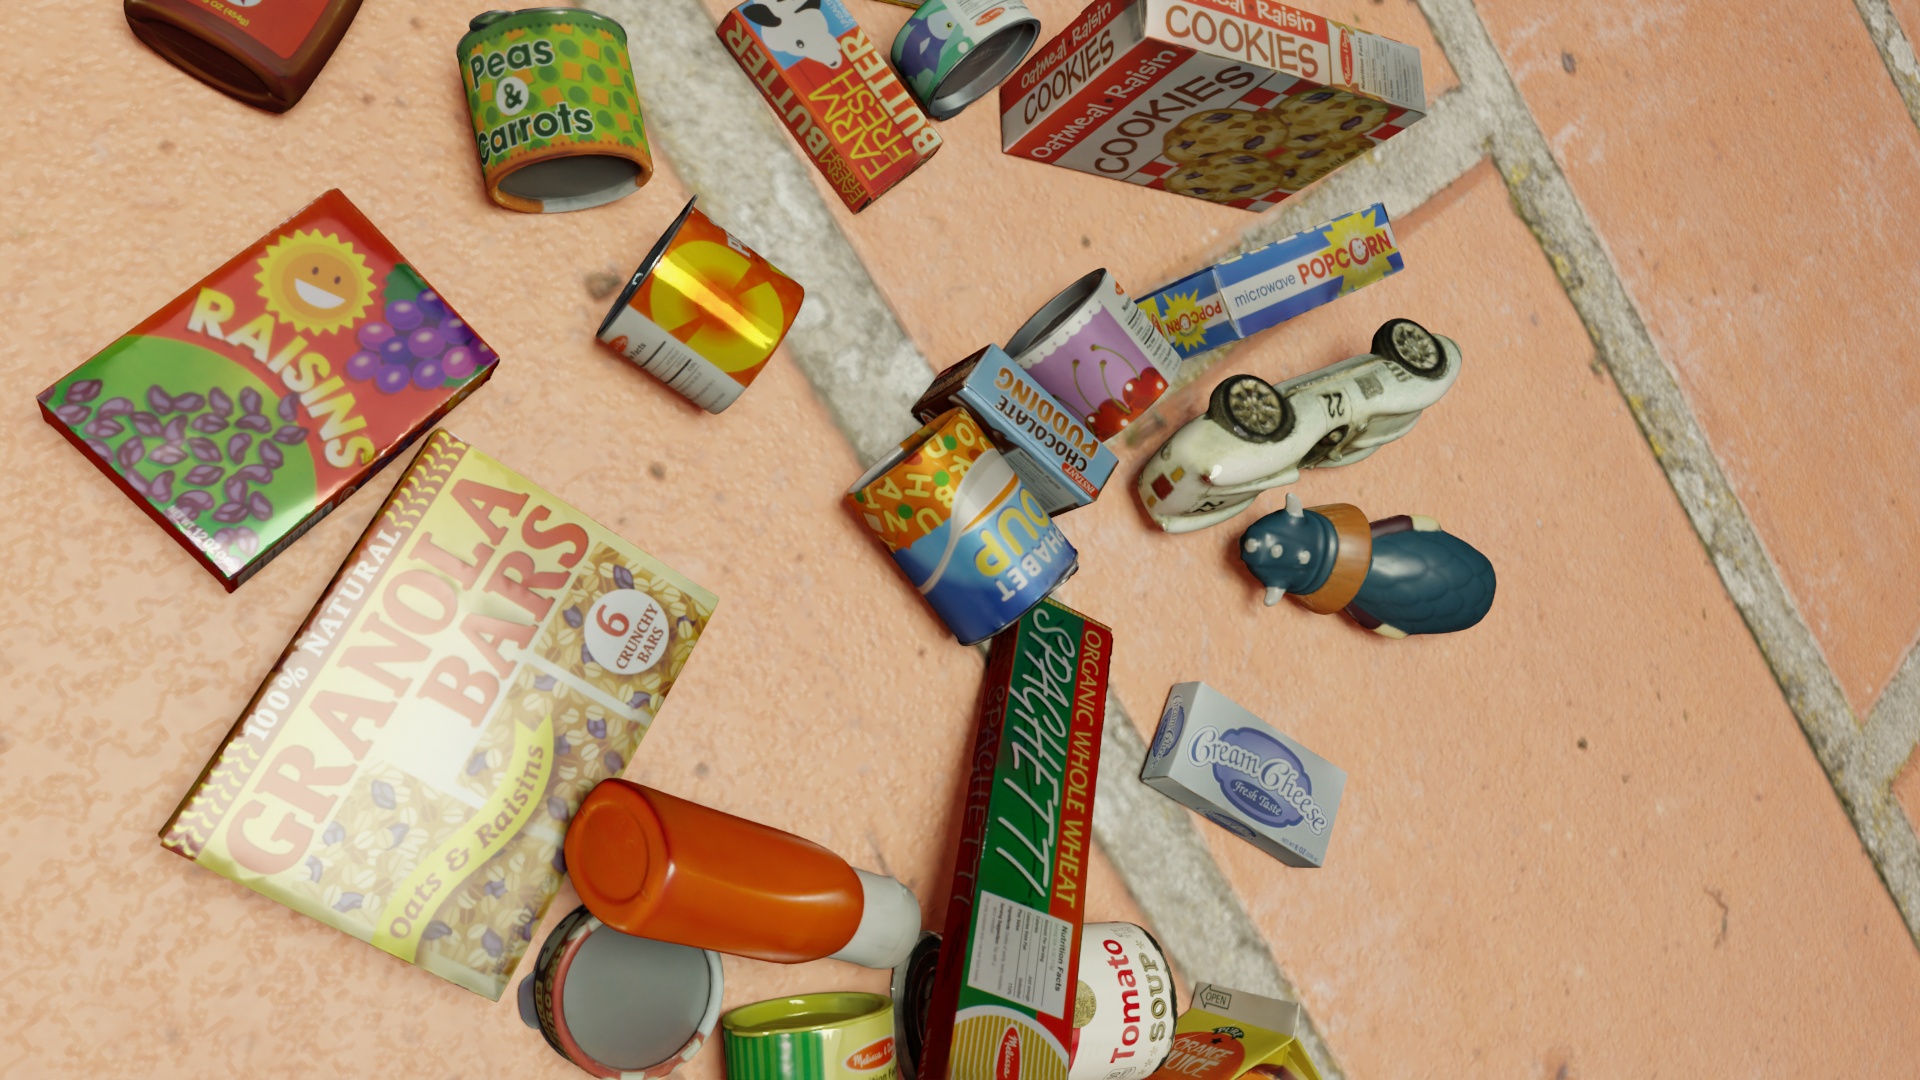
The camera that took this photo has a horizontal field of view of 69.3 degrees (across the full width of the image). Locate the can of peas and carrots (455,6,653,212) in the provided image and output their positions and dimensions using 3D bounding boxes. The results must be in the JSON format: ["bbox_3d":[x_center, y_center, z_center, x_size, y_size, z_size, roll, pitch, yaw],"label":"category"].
[{"bbox_3d":[-0.160,-0.168,0.547,0.071,0.071,0.058,-11,86,-30],"label":"can of peas and carrots"}]

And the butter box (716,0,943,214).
[{"bbox_3d":[-0.058,-0.207,0.636,0.053,0.024,0.103,-43,102,-29],"label":"butter box"}]

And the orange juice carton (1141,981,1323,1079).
[{"bbox_3d":[0.108,0.294,0.602,0.073,0.071,0.193,23,70,-24],"label":"orange juice carton"}]

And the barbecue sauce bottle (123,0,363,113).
[{"bbox_3d":[-0.248,-0.238,0.527,0.065,0.043,0.149,28,68,-20],"label":"barbecue sauce bottle"}]

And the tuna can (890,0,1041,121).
[{"bbox_3d":[0.001,-0.231,0.651,0.071,0.070,0.033,-35,87,-29],"label":"tuna can"}]

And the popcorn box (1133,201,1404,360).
[{"bbox_3d":[0.149,-0.125,0.699,0.127,0.085,0.038,-25,94,-31],"label":"popcorn box"}]

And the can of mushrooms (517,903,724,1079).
[{"bbox_3d":[-0.126,0.167,0.520,0.071,0.033,0.071,6,78,-28],"label":"can of mushrooms"}]

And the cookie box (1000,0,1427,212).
[{"bbox_3d":[0.121,-0.216,0.680,0.168,0.122,0.040,4,78,-28],"label":"cookie box"}]

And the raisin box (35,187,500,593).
[{"bbox_3d":[-0.242,-0.054,0.497,0.086,0.040,0.124,47,64,-12],"label":"raisin box"}]

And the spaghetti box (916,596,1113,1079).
[{"bbox_3d":[0.026,0.128,0.560,0.050,0.028,0.251,25,47,-15],"label":"spaghetti box"}]

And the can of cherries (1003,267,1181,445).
[{"bbox_3d":[0.059,-0.084,0.656,0.058,0.071,0.072,47,63,-14],"label":"can of cherries"}]

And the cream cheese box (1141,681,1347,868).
[{"bbox_3d":[0.141,0.115,0.683,0.104,0.024,0.053,32,65,-20],"label":"cream cheese box"}]

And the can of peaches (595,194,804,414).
[{"bbox_3d":[-0.104,-0.095,0.565,0.058,0.071,0.071,35,66,-19],"label":"can of peaches"}]

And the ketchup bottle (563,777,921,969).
[{"bbox_3d":[-0.074,0.132,0.523,0.148,0.065,0.043,31,92,-45],"label":"ketchup bottle"}]

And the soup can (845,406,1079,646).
[{"bbox_3d":[0.002,-0.008,0.603,0.071,0.071,0.083,-44,102,-28],"label":"soup can"}]

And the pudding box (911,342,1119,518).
[{"bbox_3d":[0.025,-0.048,0.636,0.083,0.049,0.030,40,63,-16],"label":"pudding box"}]

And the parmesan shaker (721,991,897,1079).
[{"bbox_3d":[-0.057,0.231,0.526,0.071,0.071,0.103,0,81,-29],"label":"parmesan shaker"}]

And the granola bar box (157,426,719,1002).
[{"bbox_3d":[-0.183,0.062,0.506,0.124,0.039,0.166,34,66,-20],"label":"granola bar box"}]
